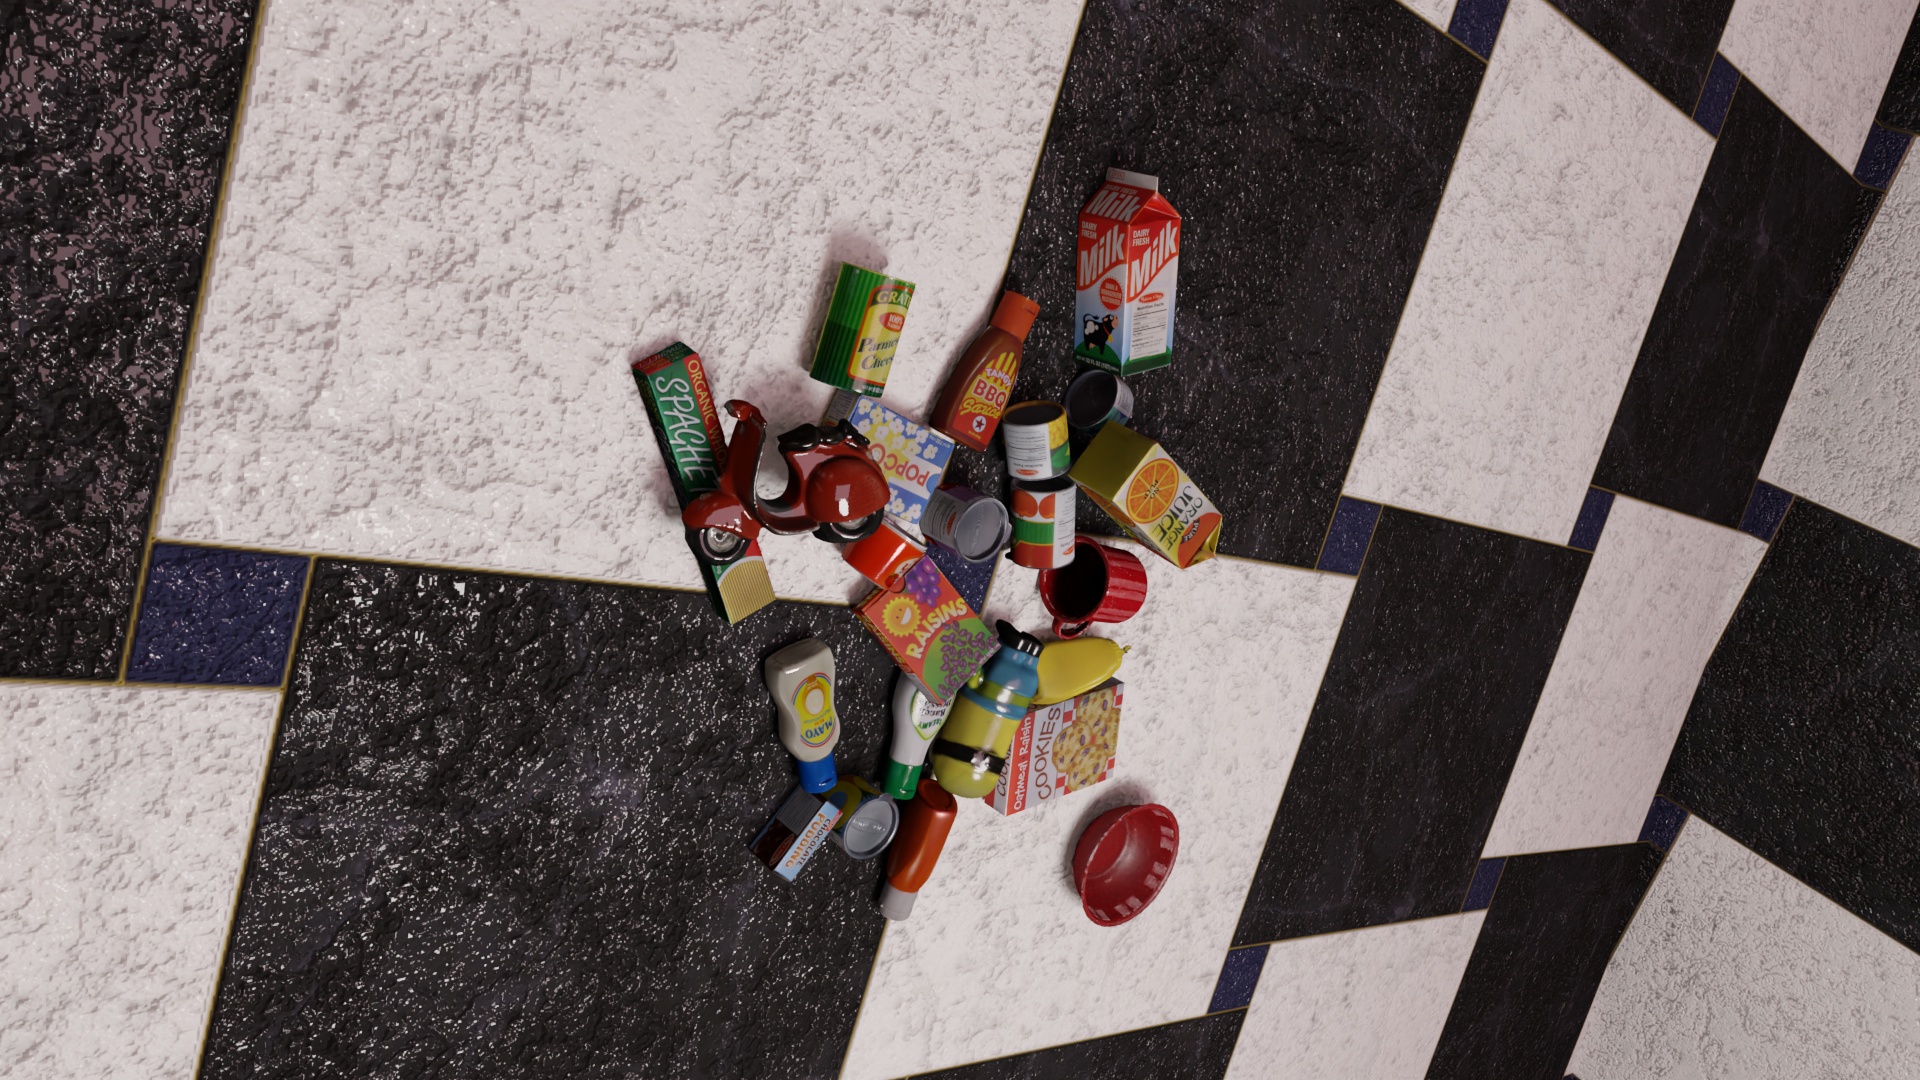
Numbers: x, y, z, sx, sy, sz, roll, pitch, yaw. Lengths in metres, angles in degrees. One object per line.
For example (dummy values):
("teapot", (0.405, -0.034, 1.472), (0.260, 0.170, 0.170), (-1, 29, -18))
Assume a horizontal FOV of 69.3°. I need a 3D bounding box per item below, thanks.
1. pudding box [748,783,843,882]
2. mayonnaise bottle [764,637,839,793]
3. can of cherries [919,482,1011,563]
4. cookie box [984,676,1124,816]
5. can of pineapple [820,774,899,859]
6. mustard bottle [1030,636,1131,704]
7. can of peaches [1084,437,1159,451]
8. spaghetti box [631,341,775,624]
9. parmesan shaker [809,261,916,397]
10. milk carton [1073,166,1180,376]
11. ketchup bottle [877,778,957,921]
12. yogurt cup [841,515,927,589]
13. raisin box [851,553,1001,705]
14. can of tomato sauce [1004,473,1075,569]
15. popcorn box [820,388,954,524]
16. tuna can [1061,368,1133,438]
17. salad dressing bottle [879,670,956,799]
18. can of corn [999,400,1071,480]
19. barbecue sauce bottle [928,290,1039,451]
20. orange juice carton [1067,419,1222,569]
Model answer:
("pudding box", (-0.158, 0.278, 1.331), (0.084, 0.050, 0.030), (-52, 131, -12))
("mayonnaise bottle", (-0.143, 0.167, 1.303), (0.065, 0.041, 0.147), (-25, 122, -33))
("can of cherries", (0.005, -0.017, 1.342), (0.072, 0.058, 0.071), (-16, 117, -36))
("cookie box", (0.104, 0.223, 1.541), (0.168, 0.040, 0.122), (-11, 115, -38))
("can of pineapple", (-0.102, 0.270, 1.370), (0.071, 0.058, 0.070), (-17, 119, -35))
("mustard bottle", (0.129, 0.135, 1.512), (0.161, 0.048, 0.065), (-9, 81, -40))
("can of peaches", (0.171, -0.084, 1.457), (0.071, 0.058, 0.071), (-18, 119, -35))
("spaghetti box", (-0.213, -0.043, 1.164), (0.050, 0.029, 0.248), (-32, 126, -28))
("parmesan shaker", (-0.083, -0.180, 1.194), (0.071, 0.071, 0.103), (9, 102, -42))
("milk carton", (0.164, -0.266, 1.365), (0.074, 0.072, 0.189), (-17, 119, -35))
("ketchup bottle", (-0.048, 0.324, 1.439), (0.043, 0.065, 0.148), (11, 110, -26))
("yogurt cup", (-0.073, 0.009, 1.283), (0.072, 0.072, 0.054), (35, 92, -43))
("raisin box", (-0.033, 0.084, 1.333), (0.086, 0.040, 0.123), (-43, 104, -18))
("can of tomato sauce", (0.081, -0.021, 1.402), (0.071, 0.071, 0.082), (-17, 118, -35))
("popcorn box", (-0.075, -0.076, 1.263), (0.126, 0.038, 0.085), (25, 90, -43))
("tuna can", (0.137, -0.137, 1.402), (0.033, 0.071, 0.071), (30, 87, -45))
("salad dressing bottle", (-0.045, 0.186, 1.393), (0.064, 0.044, 0.147), (8, 103, -41))
("can of corn", (0.074, -0.100, 1.363), (0.071, 0.071, 0.058), (-25, 123, -31))
("barbecue sauce bottle", (0.027, -0.162, 1.310), (0.065, 0.044, 0.148), (26, 90, -43))
("orange juice carton", (0.198, -0.036, 1.408), (0.073, 0.072, 0.192), (-53, 134, -3))
